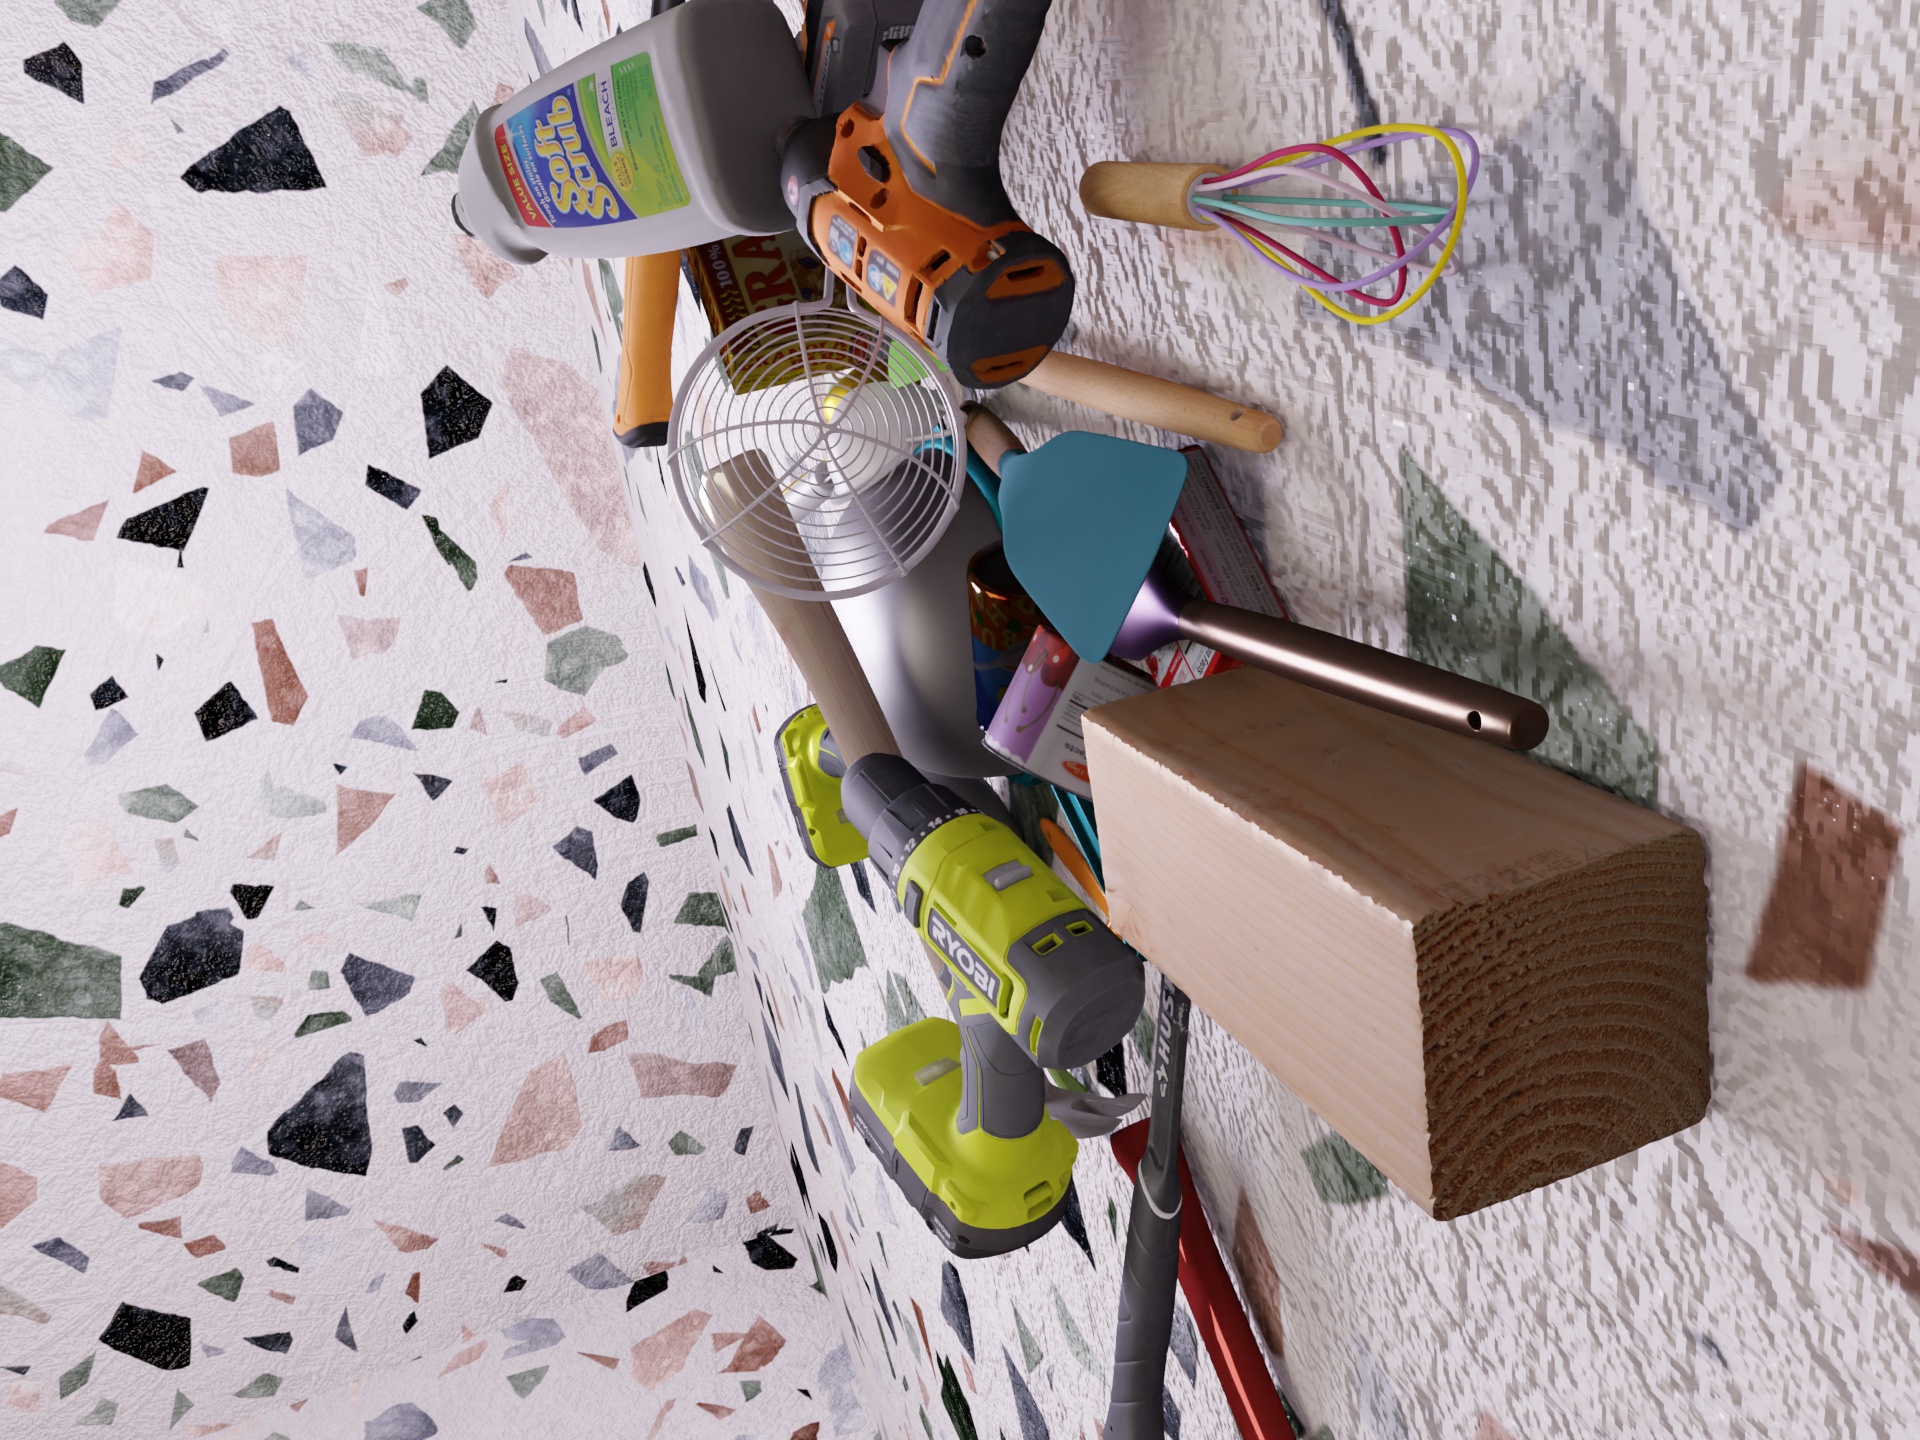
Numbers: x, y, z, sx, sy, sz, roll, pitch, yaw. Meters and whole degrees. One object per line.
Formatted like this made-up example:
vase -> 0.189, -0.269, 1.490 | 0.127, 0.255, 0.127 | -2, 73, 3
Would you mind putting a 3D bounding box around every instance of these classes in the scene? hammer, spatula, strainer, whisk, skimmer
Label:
hammer -> 0.161, 0.368, 0.783 | 0.149, 0.036, 0.359 | 108, 143, -64
spatula -> 0.030, -0.112, 0.708 | 0.318, 0.044, 0.082 | -108, 40, -70
strainer -> 0.027, 0.117, 0.988 | 0.256, 0.069, 0.151 | 58, 173, -7
whisk -> 0.087, -0.163, 0.510 | 0.245, 0.051, 0.047 | -131, 23, -64
hammer -> -0.029, 0.048, 0.852 | 0.146, 0.038, 0.410 | -4, 116, 49
hammer -> 0.093, 0.204, 0.764 | 0.149, 0.036, 0.408 | -127, 34, -58
strainer -> -0.001, -0.003, 0.874 | 0.210, 0.095, 0.341 | 97, 152, -54
strainer -> -0.073, -0.137, 0.879 | 0.050, 0.087, 0.258 | 42, 154, -14
spatula -> 0.093, -0.033, 0.547 | 0.316, 0.018, 0.059 | -146, 50, -67
hammer -> -0.157, -0.303, 0.812 | 0.127, 0.034, 0.336 | 43, 133, 44
skimmer -> -0.062, -0.208, 0.766 | 0.364, 0.127, 0.090 | -92, 12, -45

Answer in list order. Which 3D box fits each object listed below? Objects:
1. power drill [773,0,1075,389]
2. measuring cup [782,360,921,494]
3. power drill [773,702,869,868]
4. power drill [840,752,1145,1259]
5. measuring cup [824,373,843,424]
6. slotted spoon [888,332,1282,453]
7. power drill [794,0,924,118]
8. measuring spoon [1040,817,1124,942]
power drill -> -0.011, -0.257, 0.578 | 0.164, 0.084, 0.226 | 46, 141, 32
measuring cup -> -0.082, -0.167, 0.937 | 0.156, 0.062, 0.029 | -31, 97, 45
power drill -> -0.074, 0.054, 1.237 | 0.223, 0.080, 0.171 | 169, 86, -72
power drill -> -0.001, 0.141, 0.795 | 0.191, 0.080, 0.228 | 43, 142, 37
measuring cup -> -0.067, -0.225, 1.006 | 0.083, 0.038, 0.167 | 161, 95, -75
slotted spoon -> 0.040, -0.152, 0.683 | 0.031, 0.070, 0.314 | 46, 175, -33
power drill -> -0.048, -0.382, 0.711 | 0.185, 0.084, 0.226 | 117, 140, -65
measuring spoon -> 0.066, 0.088, 0.887 | 0.117, 0.011, 0.021 | -127, 26, -53
